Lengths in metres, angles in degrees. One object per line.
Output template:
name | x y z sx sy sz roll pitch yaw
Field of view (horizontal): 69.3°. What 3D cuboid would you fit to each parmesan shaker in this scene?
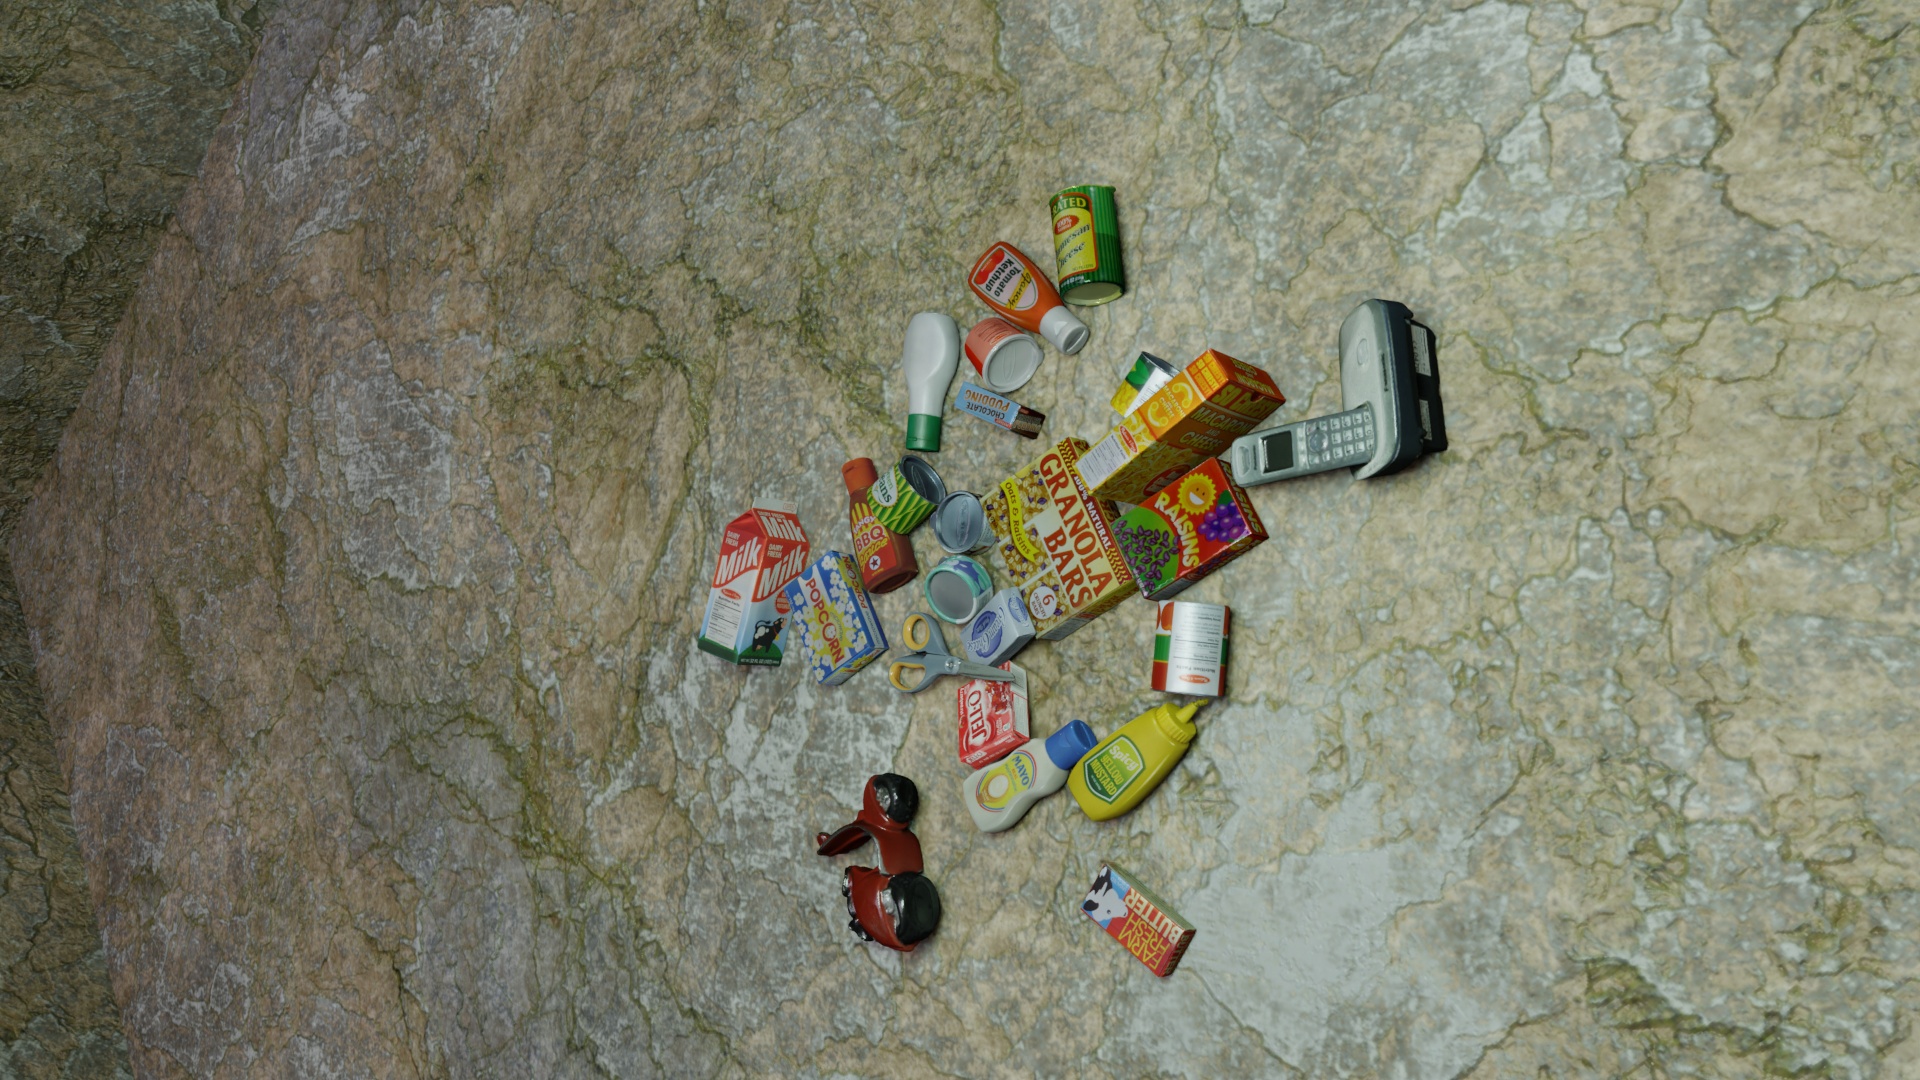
parmesan shaker | 0.128 -0.294 1.383 0.071 0.071 0.103 -14 75 36

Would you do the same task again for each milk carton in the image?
milk carton | -0.235 0.045 1.610 0.073 0.072 0.190 16 94 38

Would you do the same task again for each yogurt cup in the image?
yogurt cup | 0.040 -0.195 1.440 0.072 0.072 0.054 -56 47 17

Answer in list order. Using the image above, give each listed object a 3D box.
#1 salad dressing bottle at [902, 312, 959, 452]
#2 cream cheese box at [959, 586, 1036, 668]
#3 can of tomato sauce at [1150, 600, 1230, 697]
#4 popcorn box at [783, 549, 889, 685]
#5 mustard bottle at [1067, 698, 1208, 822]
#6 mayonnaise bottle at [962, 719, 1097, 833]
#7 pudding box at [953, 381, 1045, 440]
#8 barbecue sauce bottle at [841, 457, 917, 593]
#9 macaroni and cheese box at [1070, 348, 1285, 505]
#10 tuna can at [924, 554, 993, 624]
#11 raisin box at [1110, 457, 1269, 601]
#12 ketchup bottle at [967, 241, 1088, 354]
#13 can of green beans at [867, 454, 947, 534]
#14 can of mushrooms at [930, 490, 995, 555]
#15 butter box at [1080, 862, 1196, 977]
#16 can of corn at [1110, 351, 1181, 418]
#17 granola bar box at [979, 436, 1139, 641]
salad dressing bottle | -0.035 -0.170 1.507 0.064 0.044 0.147 4 86 36
cream cheese box | 0.037 0.093 1.398 0.103 0.024 0.053 -51 55 51
can of tomato sauce | 0.209 0.098 1.263 0.071 0.071 0.083 2 84 38
popcorn box | -0.139 0.087 1.551 0.085 0.038 0.127 -38 62 29
mustard bottle | 0.170 0.194 1.287 0.159 0.049 0.065 -47 61 23
mayonnaise bottle | 0.069 0.228 1.365 0.147 0.041 0.065 -40 55 27
pudding box | 0.040 -0.135 1.438 0.084 0.050 0.030 28 99 37
barbecue sauce bottle | -0.094 -0.019 1.529 0.064 0.044 0.149 -32 64 32
macaroni and cheese box | 0.199 -0.097 1.262 0.166 0.124 0.040 -40 64 26
tuna can | -0.004 0.049 1.436 0.071 0.033 0.070 16 120 28
raisin box | 0.211 -0.009 1.291 0.123 0.040 0.086 -35 63 28
ketchup bottle | 0.073 -0.246 1.434 0.064 0.043 0.149 -50 57 10
can of green beans | -0.058 -0.049 1.490 0.057 0.071 0.071 -40 61 27
can of mushrooms | 0.005 -0.018 1.458 0.071 0.033 0.071 -6 80 37
butter box | 0.163 0.349 1.284 0.104 0.024 0.053 35 104 36
can of corn | 0.184 -0.138 1.319 0.071 0.071 0.058 44 110 34
granola bar box | 0.101 -0.001 1.378 0.124 0.039 0.166 -35 64 28
